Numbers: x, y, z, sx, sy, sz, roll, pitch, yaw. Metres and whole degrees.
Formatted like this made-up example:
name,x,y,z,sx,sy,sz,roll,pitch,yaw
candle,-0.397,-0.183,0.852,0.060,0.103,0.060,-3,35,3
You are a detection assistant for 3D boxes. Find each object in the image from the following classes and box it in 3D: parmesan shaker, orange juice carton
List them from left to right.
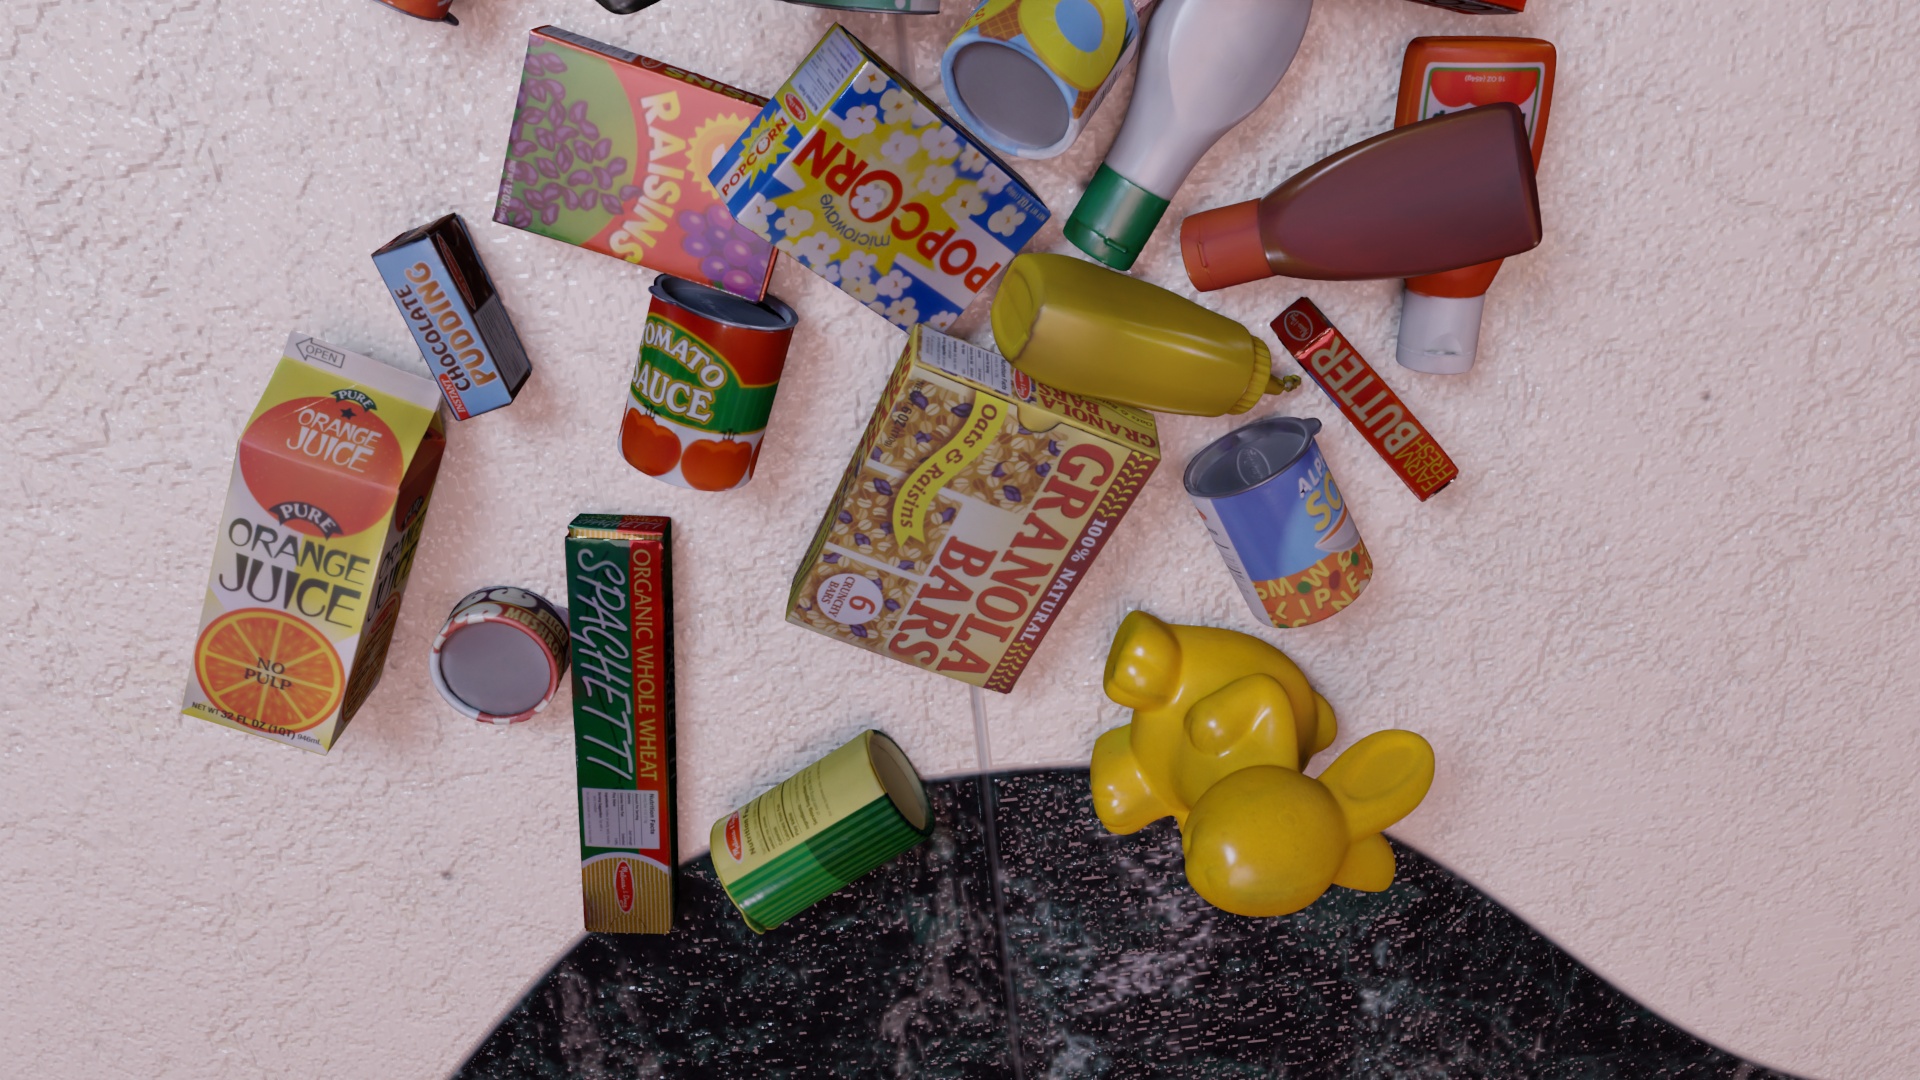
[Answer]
name,x,y,z,sx,sy,sz,roll,pitch,yaw
orange juice carton,-0.304,-0.002,0.663,0.072,0.073,0.192,20,111,-11
parmesan shaker,-0.073,0.157,0.745,0.103,0.071,0.071,-32,112,11

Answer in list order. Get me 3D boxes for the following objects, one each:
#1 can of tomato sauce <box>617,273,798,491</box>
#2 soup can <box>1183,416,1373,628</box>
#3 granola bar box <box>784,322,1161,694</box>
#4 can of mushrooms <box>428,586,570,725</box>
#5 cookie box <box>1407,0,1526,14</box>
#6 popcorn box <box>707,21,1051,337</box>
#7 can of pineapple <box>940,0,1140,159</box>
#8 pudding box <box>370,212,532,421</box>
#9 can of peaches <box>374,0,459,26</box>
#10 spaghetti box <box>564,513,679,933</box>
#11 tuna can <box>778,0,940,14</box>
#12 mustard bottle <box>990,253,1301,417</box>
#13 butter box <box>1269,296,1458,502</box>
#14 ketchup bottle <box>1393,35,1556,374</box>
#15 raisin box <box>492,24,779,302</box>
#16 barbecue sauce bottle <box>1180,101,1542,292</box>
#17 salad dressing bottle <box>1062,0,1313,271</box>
name,x,y,z,sx,sy,sz,roll,pitch,yaw
can of tomato sauce,-0.119,-0.073,0.641,0.071,0.071,0.082,16,113,-9
soup can,0.160,-0.010,0.683,0.071,0.071,0.083,-27,113,10
granola bar box,0.002,-0.008,0.670,0.124,0.039,0.164,20,125,-14
can of mushrooms,-0.234,0.059,0.715,0.071,0.033,0.070,-1,114,-1
cookie box,0.162,-0.282,0.539,0.168,0.040,0.122,1,109,-26
popcorn box,-0.031,-0.148,0.599,0.085,0.038,0.126,-45,138,16
can of pineapple,0.032,-0.204,0.580,0.071,0.071,0.058,39,66,-18
pudding box,-0.230,-0.103,0.634,0.030,0.050,0.083,-18,114,4
can of peaches,-0.226,-0.252,0.560,0.071,0.071,0.058,28,110,-14
spaghetti box,-0.178,0.102,0.739,0.050,0.029,0.248,3,114,-4
tuna can,-0.043,-0.237,0.574,0.071,0.071,0.032,3,113,-4
mustard bottle,0.094,-0.087,0.646,0.160,0.065,0.048,13,126,-24
butter box,0.194,-0.068,0.666,0.024,0.053,0.103,-41,109,17
ketchup bottle,0.227,-0.152,0.635,0.065,0.044,0.148,3,115,7
raisin box,-0.134,-0.166,0.616,0.123,0.040,0.085,16,112,-10
barbecue sauce bottle,0.172,-0.142,0.610,0.148,0.044,0.064,-9,103,28
salad dressing bottle,0.097,-0.191,0.613,0.064,0.044,0.147,22,113,-22
